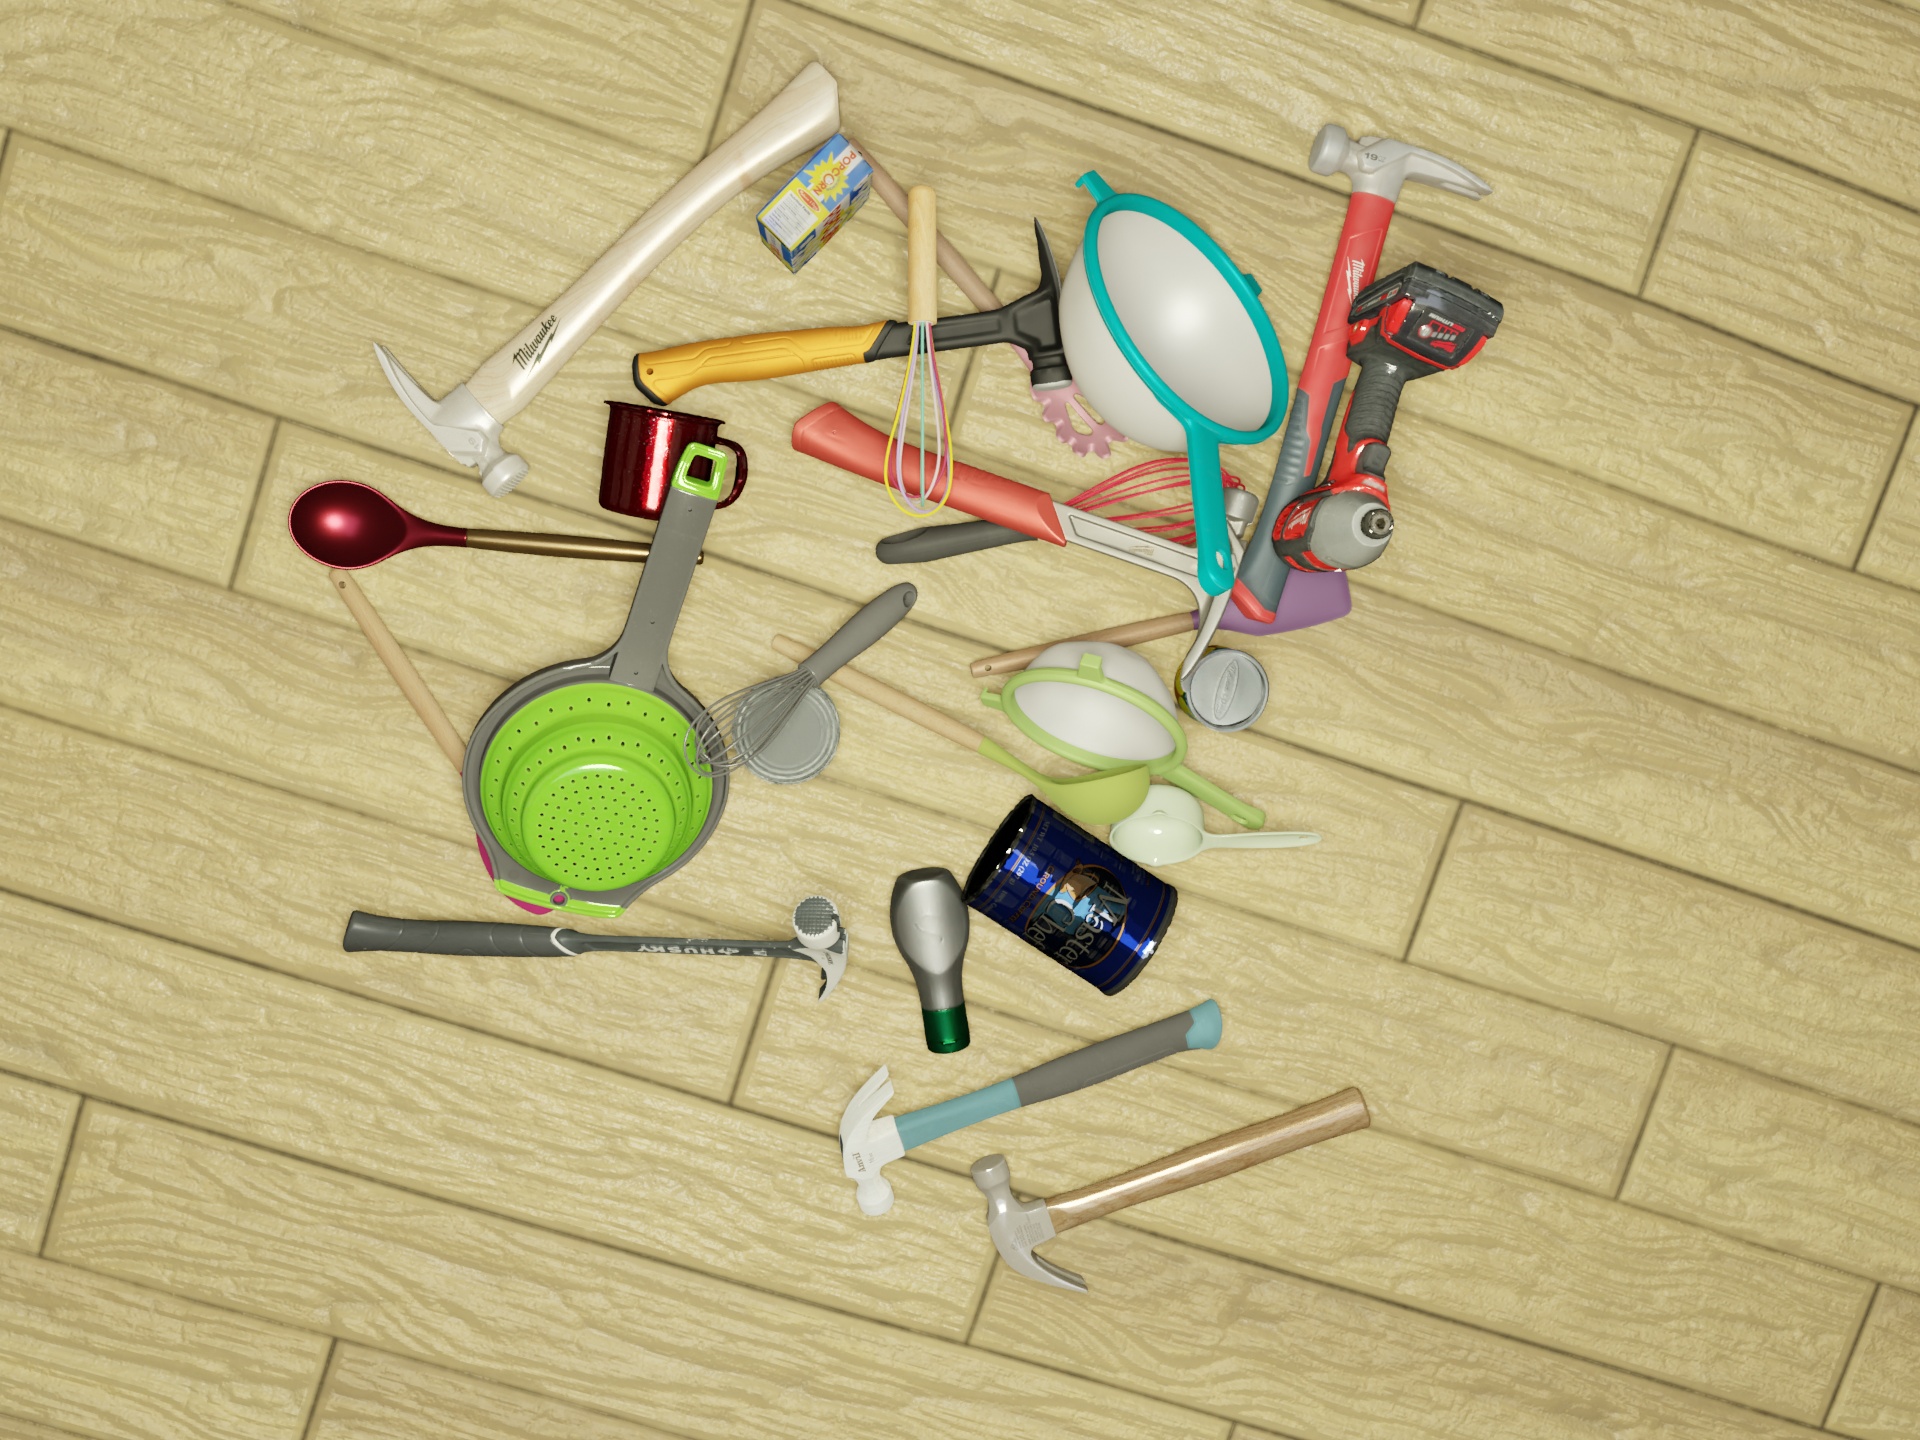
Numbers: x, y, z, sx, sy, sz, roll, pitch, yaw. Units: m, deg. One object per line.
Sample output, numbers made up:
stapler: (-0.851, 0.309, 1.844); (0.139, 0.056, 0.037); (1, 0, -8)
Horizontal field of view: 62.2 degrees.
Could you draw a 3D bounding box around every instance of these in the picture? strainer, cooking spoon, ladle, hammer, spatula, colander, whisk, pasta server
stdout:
strainer: (0.145, -0.223, 1.163); (0.210, 0.095, 0.341); (20, 55, -35)
cooking spoon: (-0.407, 0.017, 1.265); (0.069, 0.017, 0.319); (-31, 98, 0)
ladle: (-0.002, -0.004, 1.250); (0.320, 0.078, 0.062); (26, 98, 8)
hammer: (-0.087, -0.297, 1.222); (0.337, 0.034, 0.127); (-7, 95, 4)
spatula: (0.162, -0.077, 1.287); (0.316, 0.018, 0.060); (-14, 96, -3)
colander: (-0.247, -0.010, 1.187); (0.204, 0.095, 0.397); (16, 107, -19)
whisk: (-0.118, -0.038, 1.222); (0.239, 0.055, 0.055); (-41, 98, -27)
hammer: (-0.259, -0.362, 1.225); (0.410, 0.038, 0.146); (-43, 95, 1)
whisk: (-0.032, -0.274, 1.182); (0.047, 0.051, 0.245); (0, 91, 10)
pasta server: (0.018, -0.331, 1.242); (0.060, 0.040, 0.316); (-42, 95, 6)
hammer: (0.059, 0.301, 1.301); (0.331, 0.033, 0.128); (-19, 122, -5)
ladle: (-0.360, -0.142, 1.248); (0.315, 0.031, 0.069); (5, 96, -5)
whisk: (0.078, -0.157, 1.256); (0.296, 0.073, 0.073); (-10, 97, 3)
hammer: (0.300, -0.262, 1.257); (0.143, 0.038, 0.386); (15, 92, -6)
hammer: (-0.288, 0.176, 1.254); (0.409, 0.149, 0.036); (1, 60, 5)
hammer: (0.183, 0.379, 1.330); (0.331, 0.031, 0.130); (-19, 96, -1)
strainer: (0.154, 0.004, 1.264); (0.256, 0.151, 0.069); (31, 65, -24)
hammer: (0.036, -0.156, 1.216); (0.359, 0.036, 0.149); (20, 89, 10)

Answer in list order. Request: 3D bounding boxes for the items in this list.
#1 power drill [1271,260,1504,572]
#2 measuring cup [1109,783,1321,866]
power drill: (0.309, -0.214, 1.172); (0.078, 0.143, 0.219); (22, 89, -10)
measuring cup: (0.203, 0.081, 1.274); (0.167, 0.083, 0.038); (0, 55, 5)
